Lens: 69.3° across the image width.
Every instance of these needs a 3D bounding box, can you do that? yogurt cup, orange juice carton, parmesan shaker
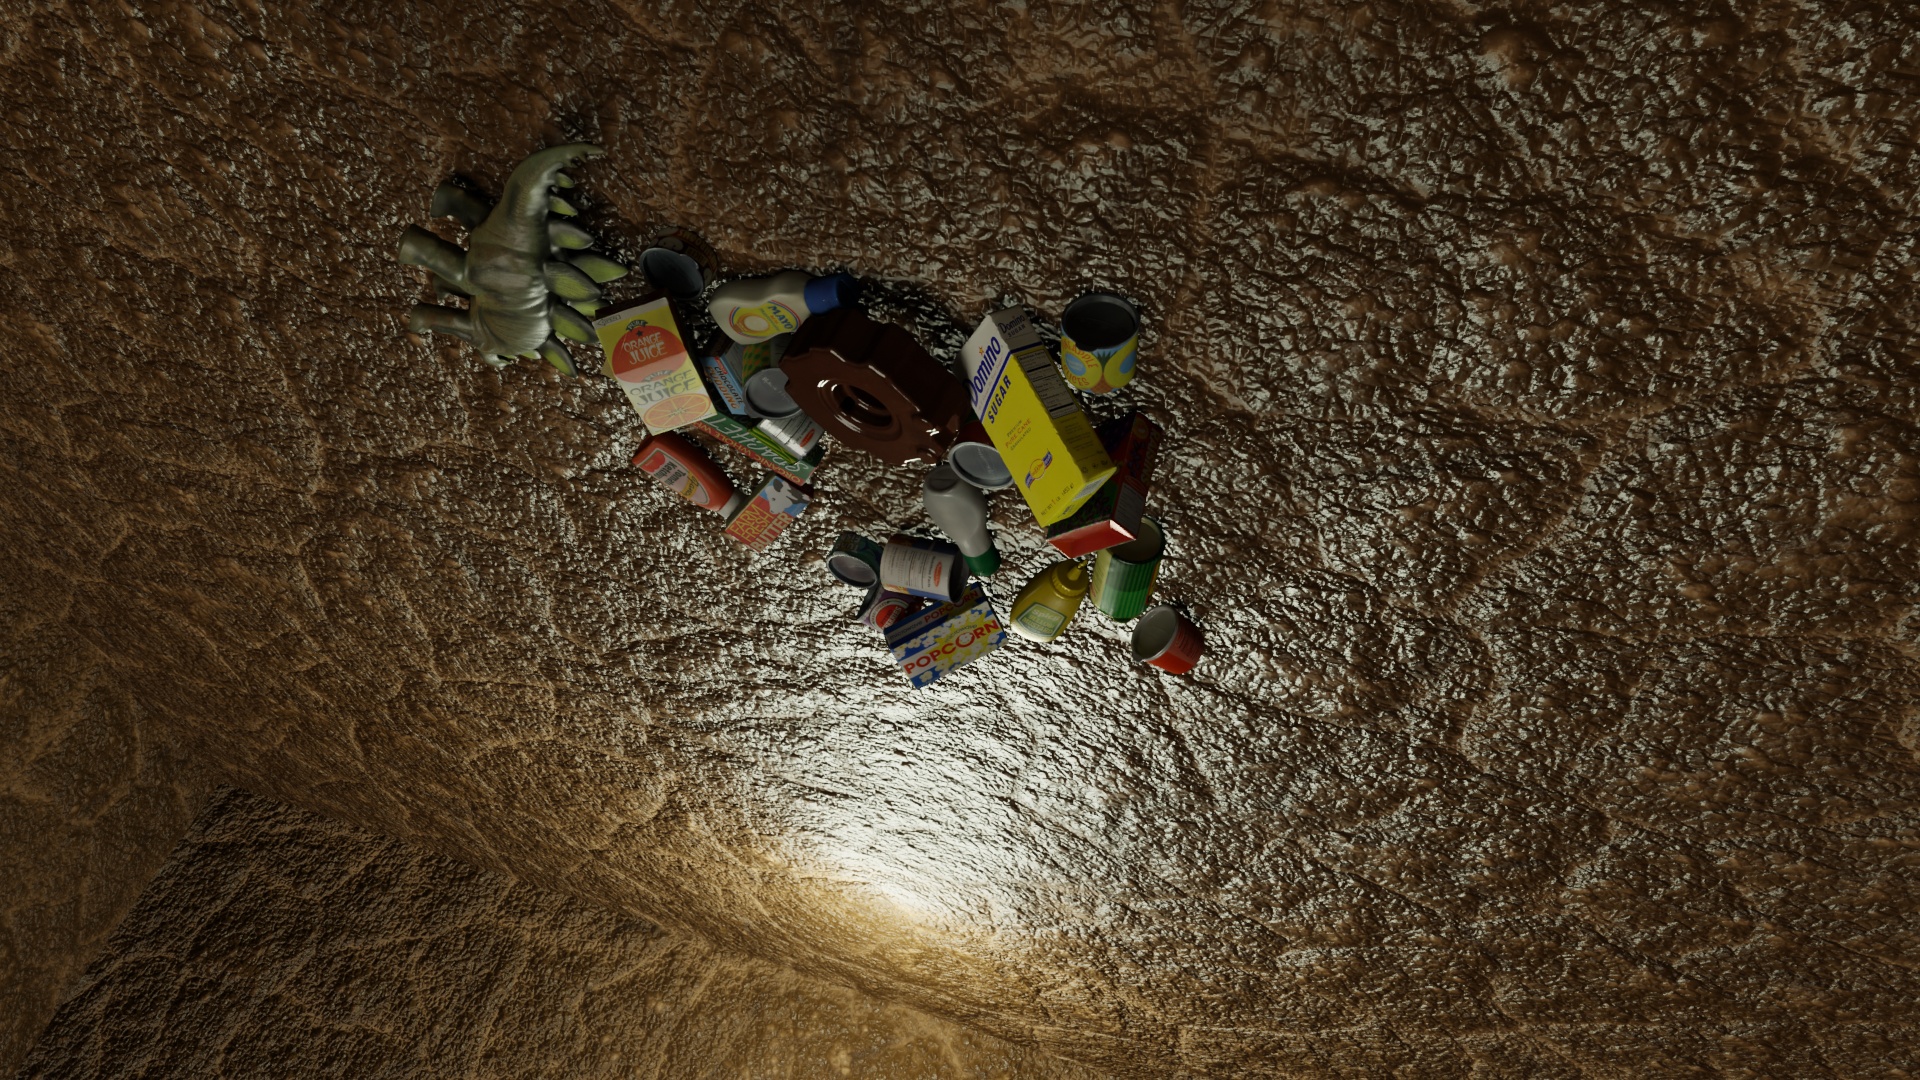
[{"bbox_3d":[0.228,0.110,1.512,0.054,0.073,0.072,32,146,-28],"label":"yogurt cup"},{"bbox_3d":[-0.294,-0.178,1.333,0.072,0.073,0.192,-19,163,-4],"label":"orange juice carton"},{"bbox_3d":[0.171,0.029,1.422,0.071,0.072,0.102,17,146,9],"label":"parmesan shaker"}]

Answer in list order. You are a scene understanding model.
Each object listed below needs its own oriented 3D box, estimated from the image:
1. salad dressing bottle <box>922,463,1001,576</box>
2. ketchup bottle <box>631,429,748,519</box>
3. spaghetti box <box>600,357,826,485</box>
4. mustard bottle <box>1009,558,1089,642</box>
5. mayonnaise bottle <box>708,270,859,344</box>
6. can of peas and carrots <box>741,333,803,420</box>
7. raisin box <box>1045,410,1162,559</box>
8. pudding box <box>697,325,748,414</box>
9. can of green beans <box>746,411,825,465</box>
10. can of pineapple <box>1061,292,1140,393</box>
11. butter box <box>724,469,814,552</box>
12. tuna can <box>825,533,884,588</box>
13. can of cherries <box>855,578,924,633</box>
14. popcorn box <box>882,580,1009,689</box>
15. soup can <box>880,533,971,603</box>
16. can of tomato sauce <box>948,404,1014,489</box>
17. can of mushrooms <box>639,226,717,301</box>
[{"bbox_3d":[0.005,-0.019,1.479,0.064,0.044,0.147,2,143,25],"label":"salad dressing bottle"},{"bbox_3d":[-0.297,-0.069,1.583,0.148,0.044,0.064,37,138,-22],"label":"ketchup bottle"},{"bbox_3d":[-0.262,-0.138,1.480,0.250,0.029,0.050,30,147,-11],"label":"spaghetti box"},{"bbox_3d":[0.104,0.059,1.524,0.065,0.049,0.159,24,147,-5],"label":"mustard bottle"},{"bbox_3d":[-0.162,-0.220,1.293,0.148,0.041,0.064,-4,142,35],"label":"mayonnaise bottle"},{"bbox_3d":[-0.181,-0.159,1.354,0.071,0.059,0.070,-4,136,-4],"label":"can of peas and carrots"},{"bbox_3d":[0.134,-0.051,1.282,0.040,0.124,0.086,35,146,-28],"label":"raisin box"},{"bbox_3d":[-0.224,-0.171,1.392,0.030,0.050,0.083,5,143,27],"label":"pudding box"},{"bbox_3d":[-0.177,-0.120,1.421,0.058,0.071,0.071,39,143,-22],"label":"can of green beans"},{"bbox_3d":[0.117,-0.166,1.181,0.071,0.071,0.057,13,145,13],"label":"can of pineapple"},{"bbox_3d":[-0.216,-0.035,1.564,0.053,0.024,0.103,33,121,-23],"label":"butter box"},{"bbox_3d":[-0.122,0.023,1.619,0.071,0.033,0.070,15,146,11],"label":"tuna can"},{"bbox_3d":[-0.083,0.080,1.643,0.058,0.072,0.071,30,146,-11],"label":"can of cherries"},{"bbox_3d":[-0.016,0.111,1.615,0.127,0.038,0.085,-27,133,1],"label":"popcorn box"},{"bbox_3d":[-0.038,0.030,1.554,0.084,0.072,0.071,10,145,19],"label":"soup can"},{"bbox_3d":[0.035,-0.101,1.308,0.071,0.083,0.070,15,146,11],"label":"can of tomato sauce"},{"bbox_3d":[-0.263,-0.260,1.304,0.071,0.034,0.070,16,146,11],"label":"can of mushrooms"}]
